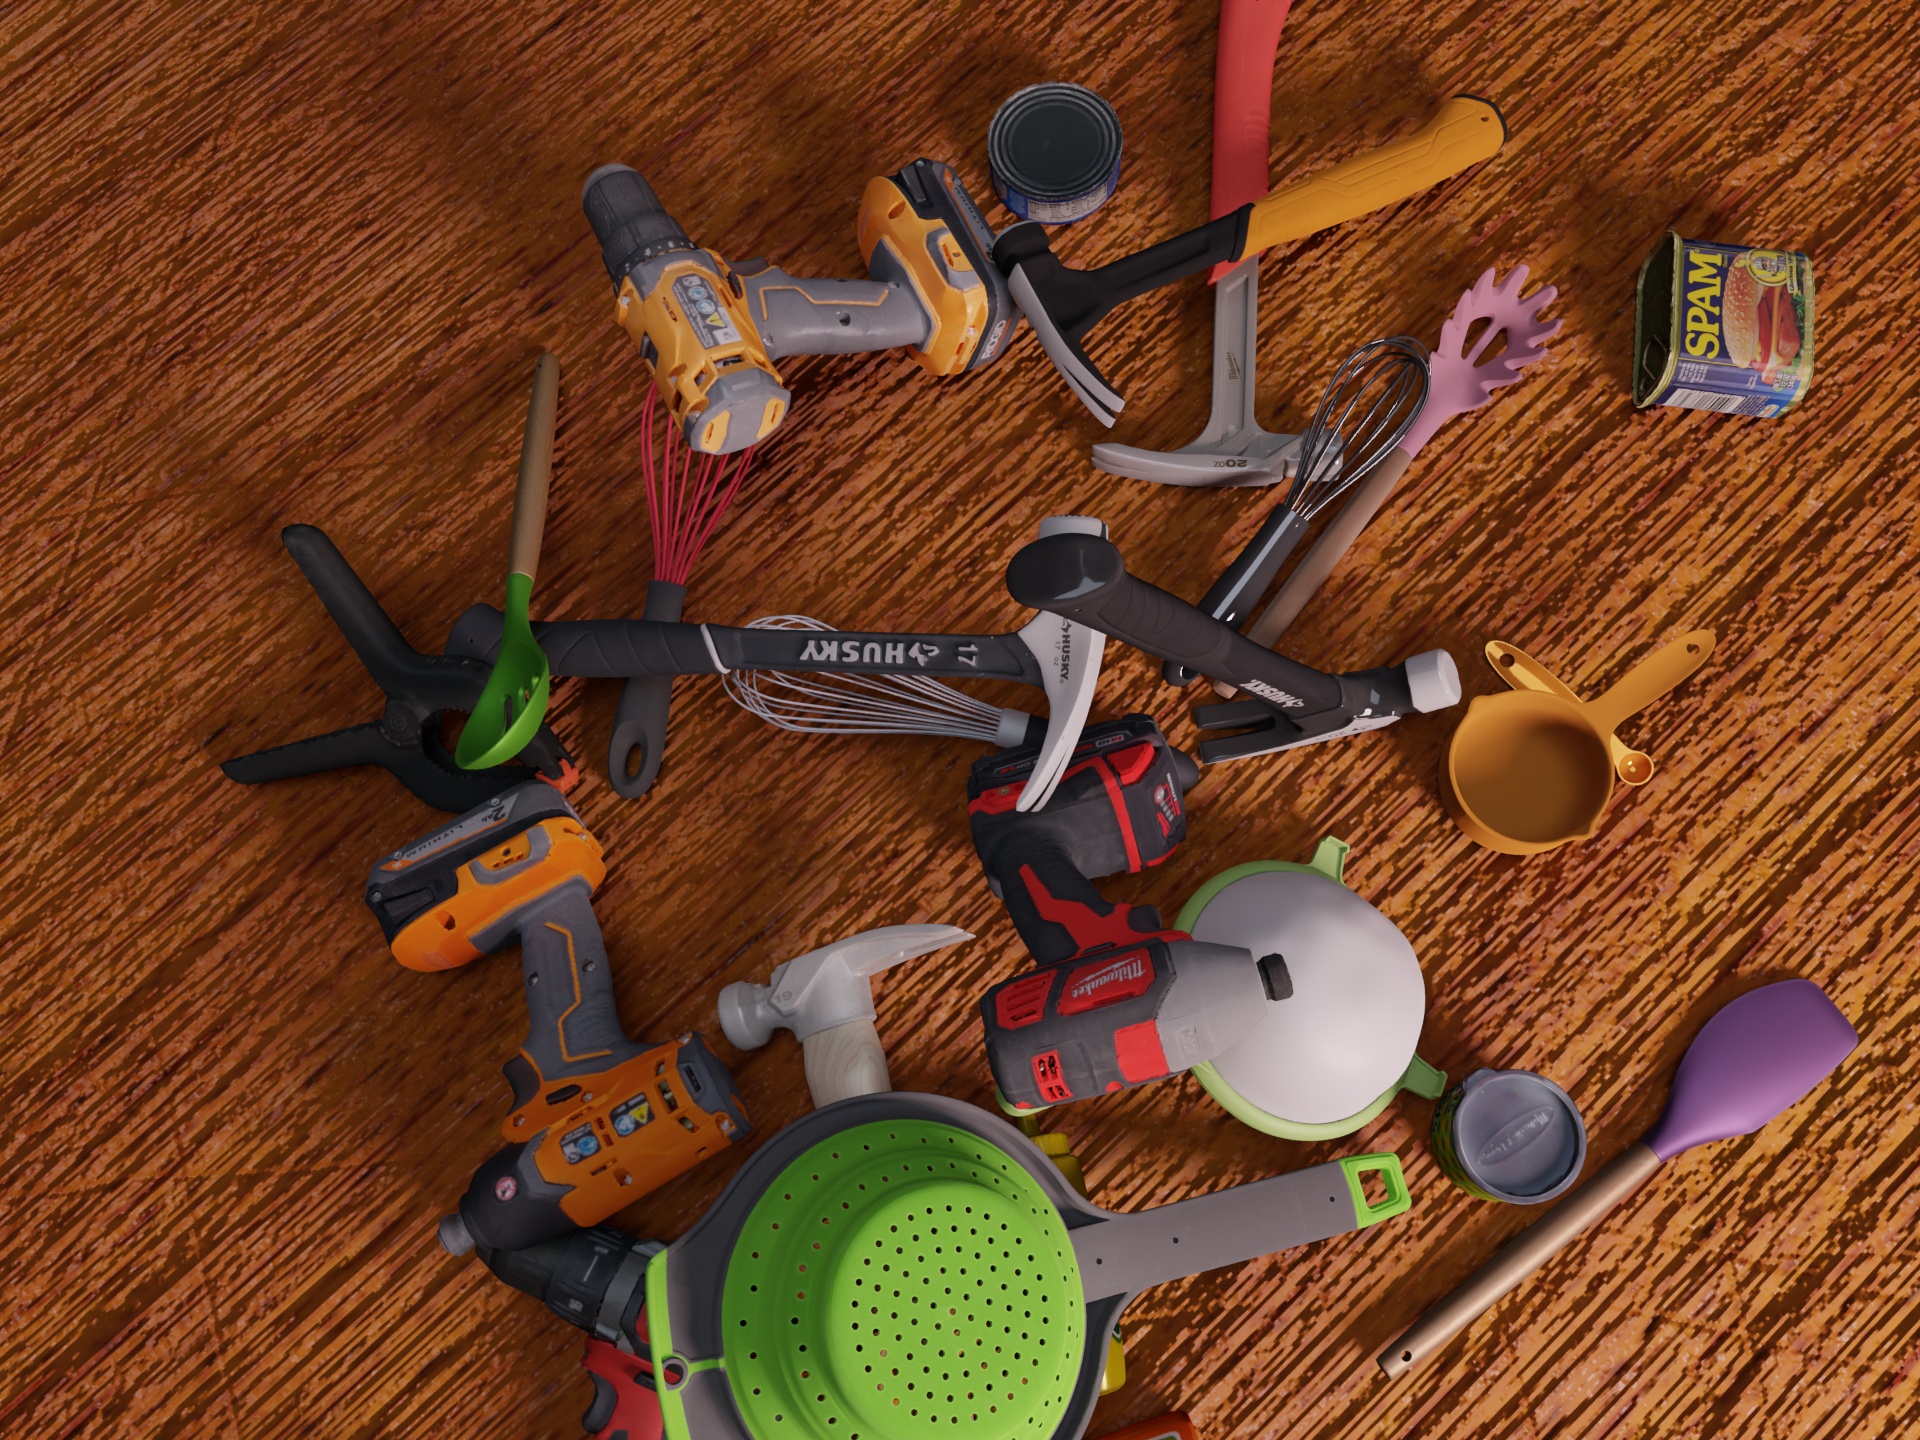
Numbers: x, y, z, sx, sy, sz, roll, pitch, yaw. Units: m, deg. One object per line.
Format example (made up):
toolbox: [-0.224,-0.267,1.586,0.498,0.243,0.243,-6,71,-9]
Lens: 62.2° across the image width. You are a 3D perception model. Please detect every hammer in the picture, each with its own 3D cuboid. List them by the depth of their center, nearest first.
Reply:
hammer: [0.122,-0.032,0.779,0.146,0.334,0.035,-17,71,31]
hammer: [-0.014,0.307,0.796,0.146,0.038,0.411,-22,68,15]
hammer: [-0.117,-0.034,0.873,0.409,0.036,0.149,2,87,24]
hammer: [0.191,-0.293,0.949,0.337,0.034,0.127,-27,79,-15]
hammer: [0.165,-0.318,0.998,0.149,0.036,0.359,3,75,4]

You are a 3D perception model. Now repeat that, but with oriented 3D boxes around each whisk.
whisk: [-0.002,-0.002,0.914,0.284,0.070,0.070,15,76,2]
whisk: [0.190,-0.118,0.914,0.055,0.055,0.239,37,96,12]
whisk: [-0.171,-0.099,0.950,0.073,0.073,0.296,9,82,6]

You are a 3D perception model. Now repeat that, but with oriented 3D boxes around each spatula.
spatula: [0.343,0.242,0.840,0.316,0.018,0.060,-36,78,-8]

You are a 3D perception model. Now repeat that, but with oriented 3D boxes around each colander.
colander: [0.059,0.256,0.744,0.397,0.094,0.205,-8,73,-20]

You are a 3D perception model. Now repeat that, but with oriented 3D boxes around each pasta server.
pasta server: [0.248,-0.140,0.942,0.060,0.040,0.316,38,81,1]

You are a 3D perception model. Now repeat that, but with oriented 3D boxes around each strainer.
strainer: [0.140,0.148,0.805,0.256,0.069,0.152,-13,74,-26]

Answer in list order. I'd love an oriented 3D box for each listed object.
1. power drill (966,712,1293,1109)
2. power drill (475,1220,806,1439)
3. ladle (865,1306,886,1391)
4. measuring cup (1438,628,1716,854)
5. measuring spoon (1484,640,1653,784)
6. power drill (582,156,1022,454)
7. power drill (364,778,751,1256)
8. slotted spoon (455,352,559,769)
power drill: [0.077,0.093,0.799,0.143,0.078,0.220,-16,32,6]
power drill: [-0.197,0.373,0.811,0.188,0.080,0.227,21,74,9]
ladle: [-0.046,0.457,0.788,0.078,0.062,0.320,-1,72,4]
measuring cup: [0.345,0.007,0.887,0.173,0.052,0.095,-35,75,-6]
measuring spoon: [0.348,-0.005,0.914,0.117,0.011,0.021,44,95,17]
power drill: [-0.098,-0.266,0.938,0.226,0.084,0.185,-22,73,-26]
power drill: [-0.232,0.162,0.849,0.164,0.084,0.227,-30,66,-8]
slotted spoon: [-0.252,-0.102,0.924,0.070,0.031,0.314,-28,49,31]
